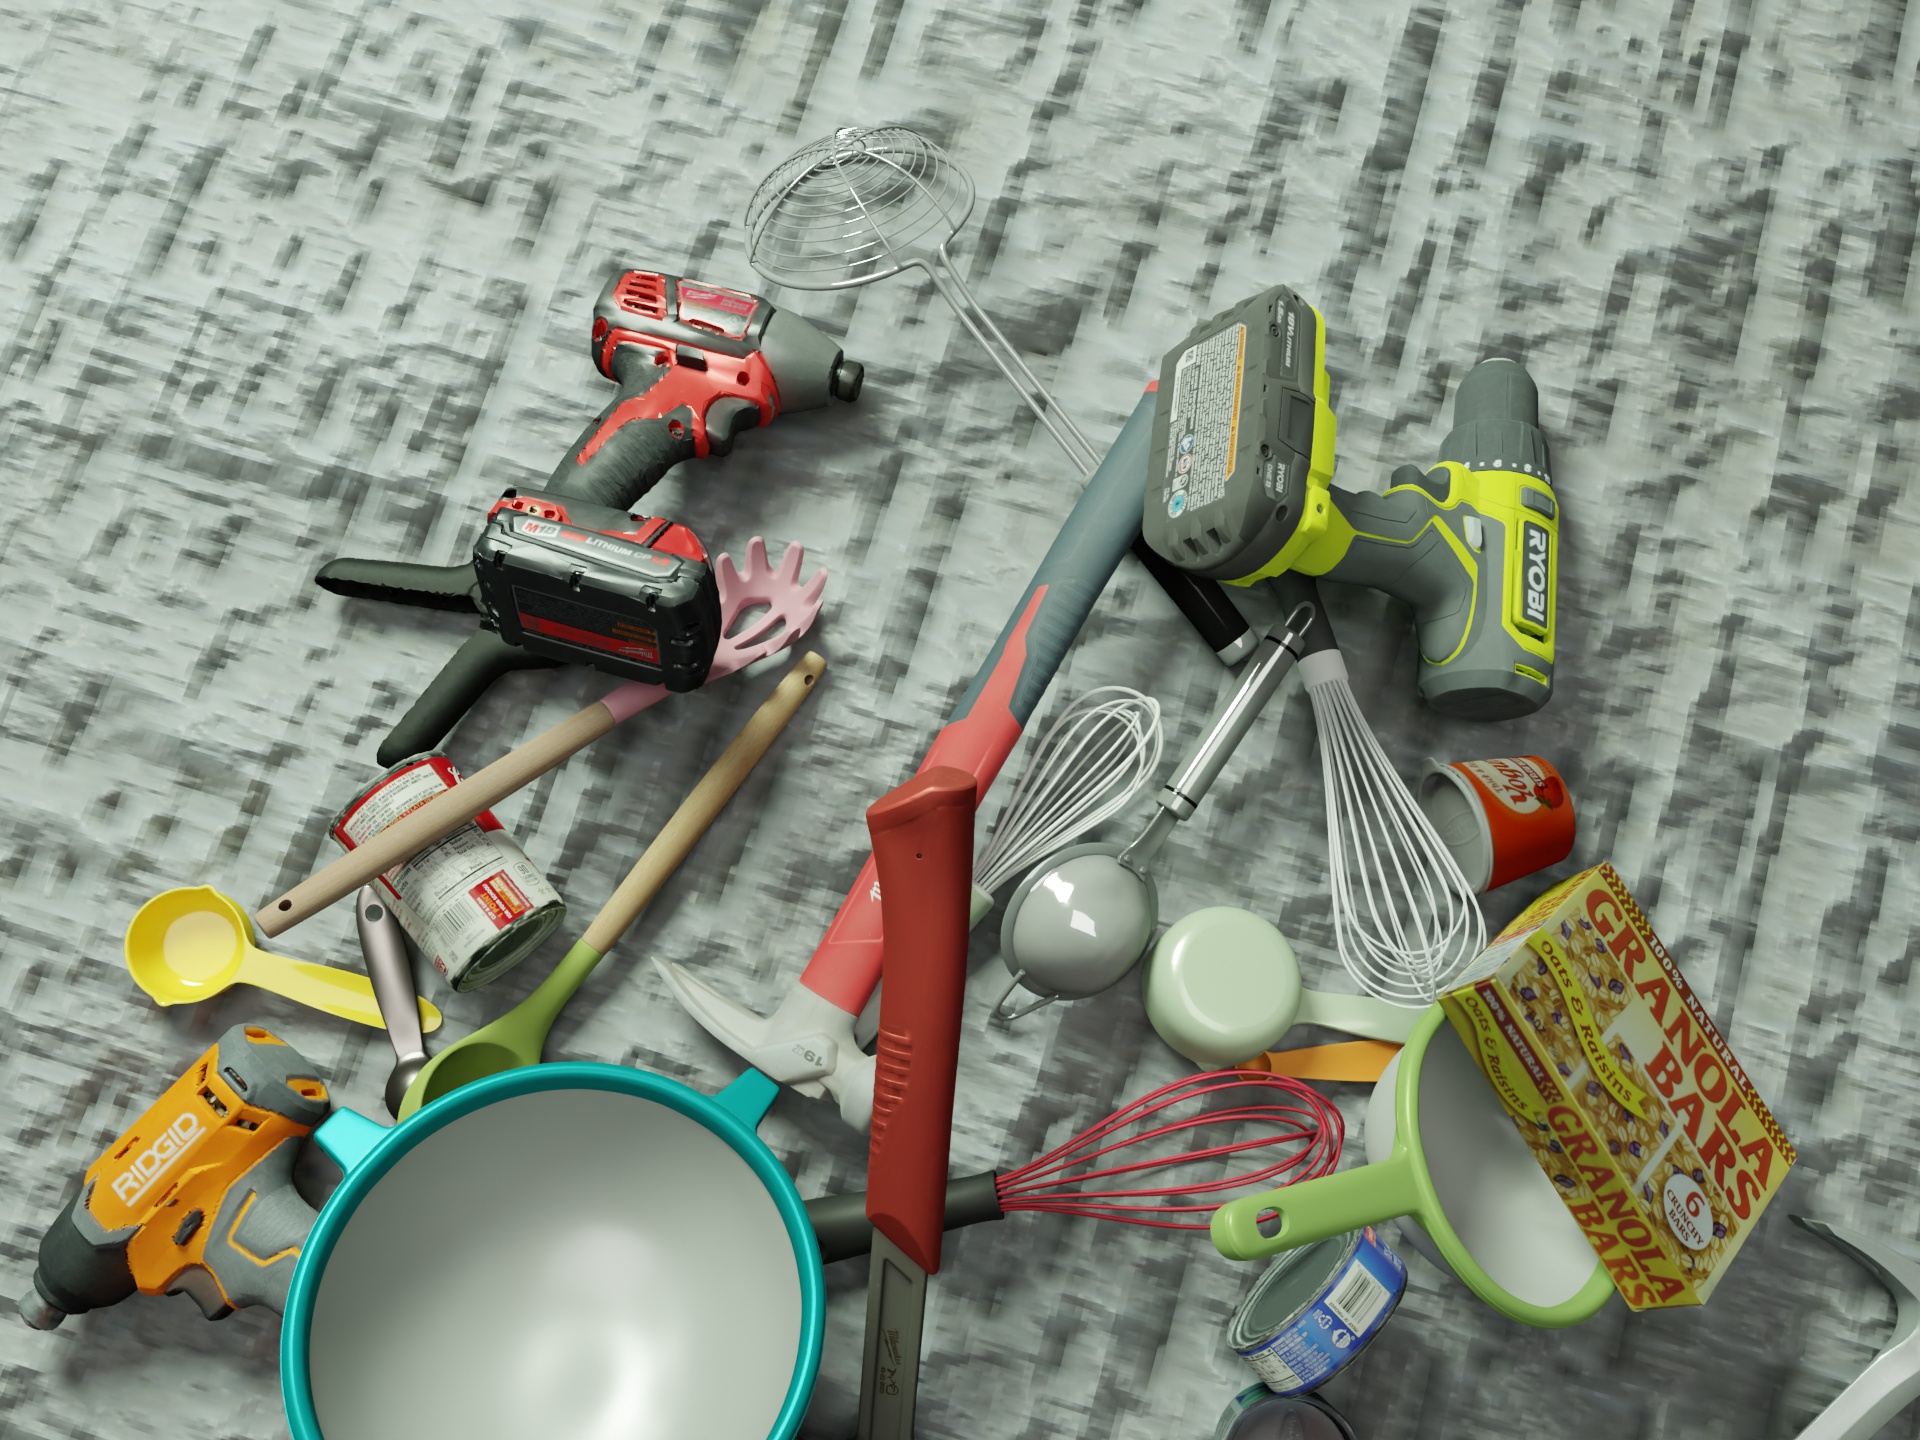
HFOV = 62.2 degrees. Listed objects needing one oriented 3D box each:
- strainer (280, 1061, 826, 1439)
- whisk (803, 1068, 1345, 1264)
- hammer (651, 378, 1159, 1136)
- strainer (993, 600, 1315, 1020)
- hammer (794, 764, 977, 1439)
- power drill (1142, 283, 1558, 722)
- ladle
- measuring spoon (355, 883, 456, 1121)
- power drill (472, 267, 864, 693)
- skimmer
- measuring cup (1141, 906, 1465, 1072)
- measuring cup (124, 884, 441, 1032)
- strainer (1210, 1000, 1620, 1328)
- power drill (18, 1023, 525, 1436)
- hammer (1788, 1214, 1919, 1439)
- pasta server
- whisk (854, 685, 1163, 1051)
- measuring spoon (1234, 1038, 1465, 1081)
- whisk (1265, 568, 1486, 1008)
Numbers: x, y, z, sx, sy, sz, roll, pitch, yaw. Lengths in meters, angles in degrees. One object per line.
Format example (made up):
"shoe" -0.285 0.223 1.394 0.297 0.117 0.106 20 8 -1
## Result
"strainer" -0.154 0.310 0.631 0.211 0.095 0.341 -2 55 -15
"whisk" 0.037 0.222 0.760 0.296 0.073 0.073 -13 79 4
"hammer" -0.001 -0.002 0.780 0.143 0.038 0.386 28 84 24
"strainer" 0.101 0.047 0.780 0.086 0.050 0.258 37 85 -30
"hammer" -0.014 0.198 0.703 0.149 0.037 0.359 6 103 3
"power drill" 0.206 -0.119 0.776 0.228 0.080 0.191 18 70 -29
"ladle" -0.160 0.095 0.787 0.062 0.078 0.320 21 70 50
"measuring spoon" -0.279 0.141 0.786 0.034 0.018 0.124 -15 88 -13
"power drill" -0.141 -0.130 0.798 0.143 0.078 0.220 15 58 3
"skimmer" 0.027 -0.171 0.852 0.127 0.090 0.363 -39 91 -17
"measuring cup" 0.174 0.136 0.778 0.167 0.038 0.083 10 68 1
"measuring cup" -0.337 0.128 0.801 0.156 0.029 0.062 19 81 -8
"strainer" 0.195 0.208 0.713 0.256 0.069 0.152 -2 69 -34
"power drill" -0.321 0.277 0.739 0.226 0.084 0.164 43 83 12
"hammer" 0.318 0.400 0.731 0.405 0.035 0.144 -39 81 -7
"pasta server" -0.195 0.007 0.771 0.316 0.040 0.060 -35 69 -26
"whisk" 0.014 0.078 0.794 0.057 0.059 0.246 44 86 -20
"measuring spoon" 0.194 0.171 0.793 0.117 0.011 0.021 -1 68 -3
"whisk" 0.191 0.005 0.801 0.070 0.070 0.285 -14 72 -2
